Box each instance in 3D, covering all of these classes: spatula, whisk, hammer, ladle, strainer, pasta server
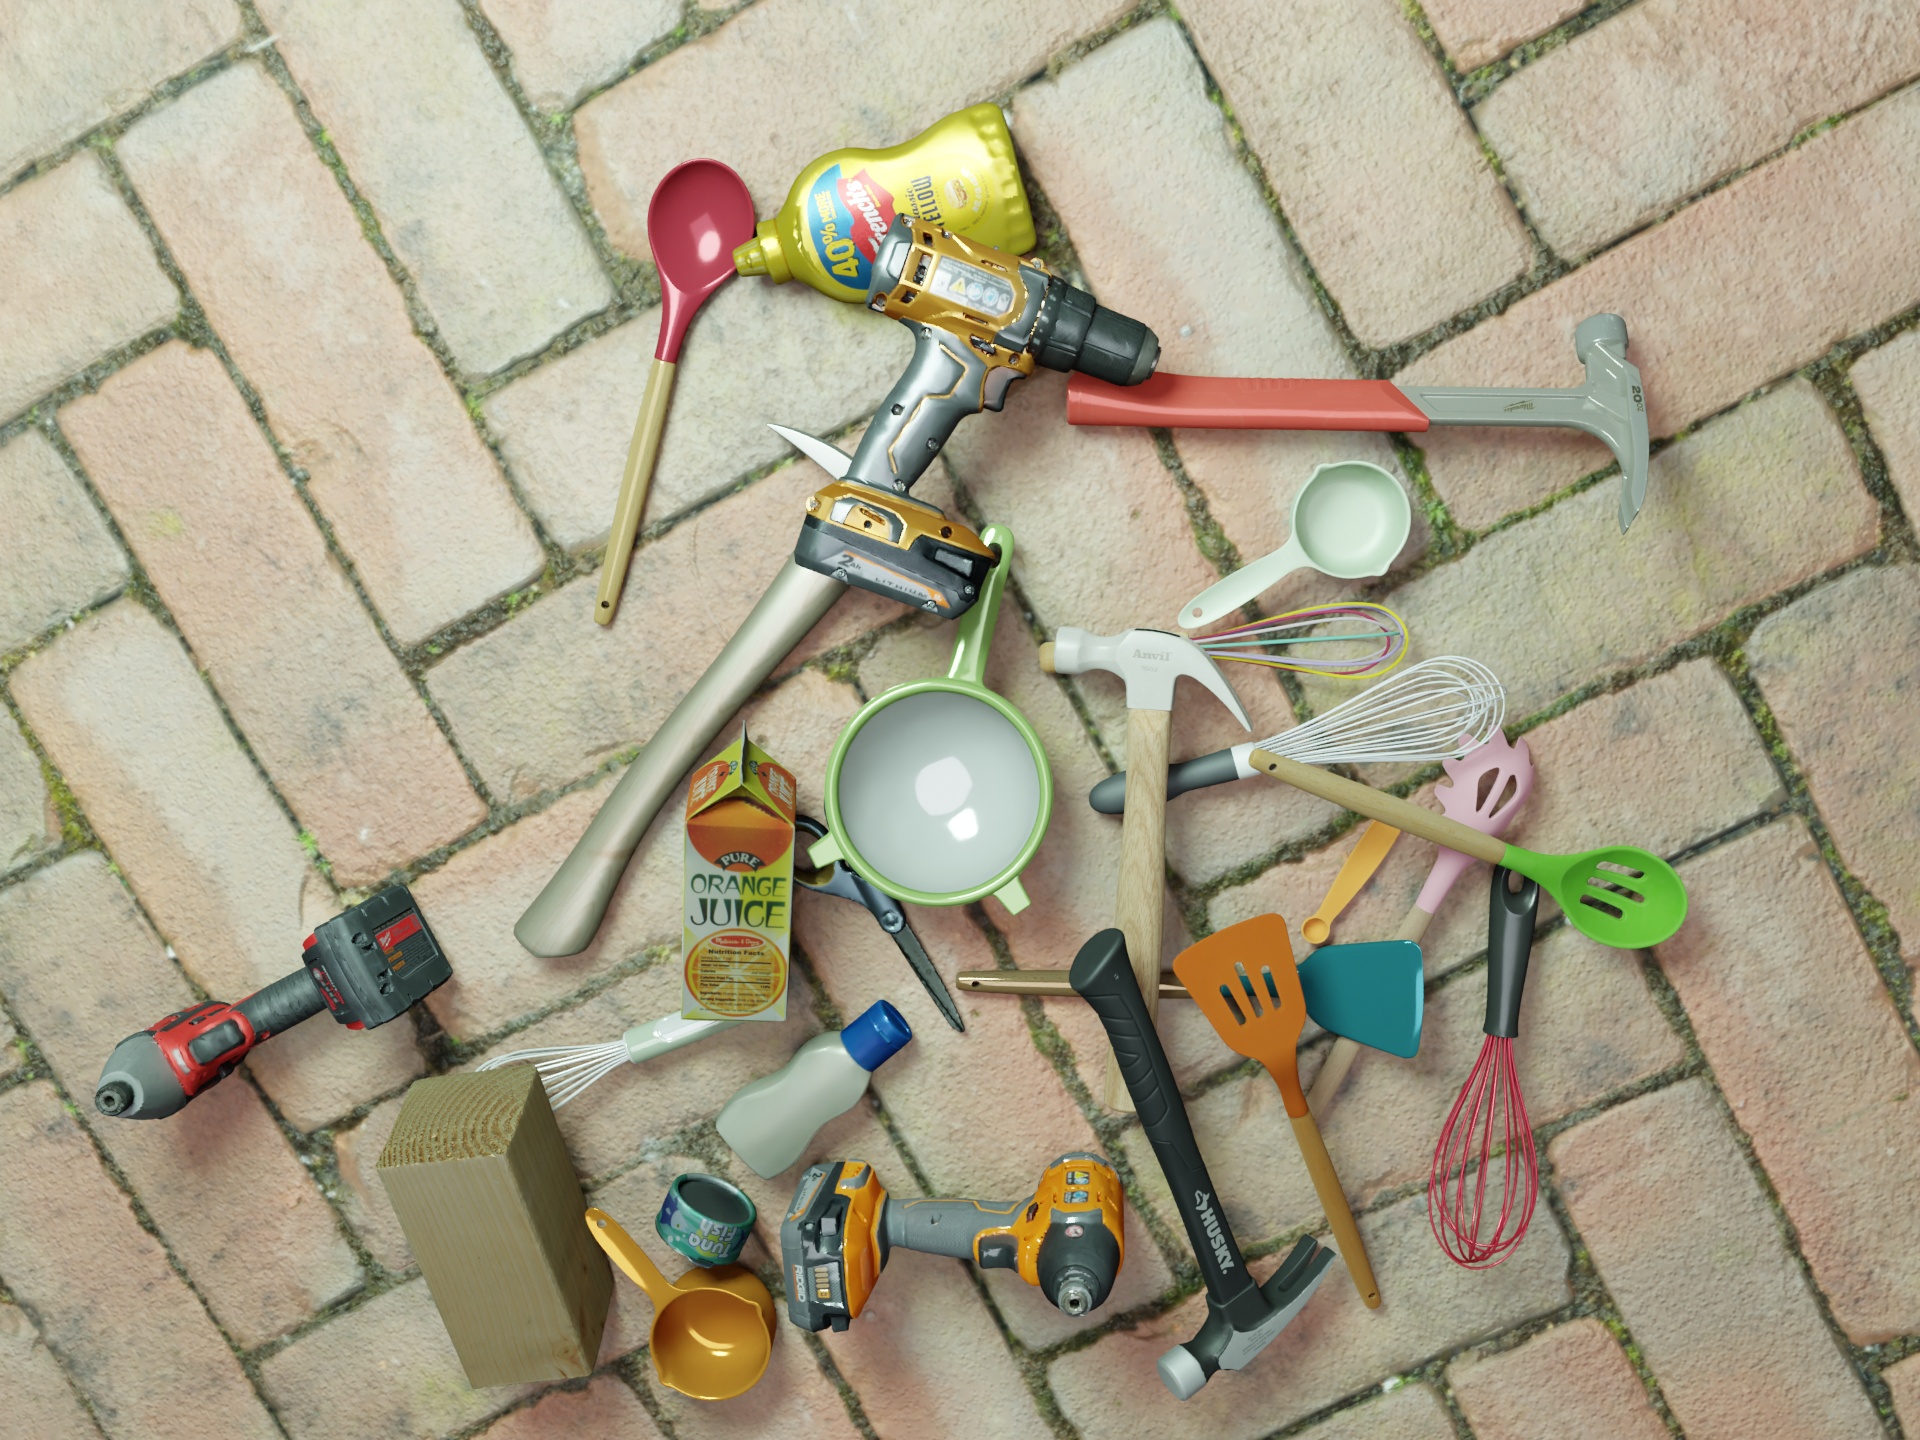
[{"bbox_3d":[0.236,0.281,1.092,0.081,0.041,0.322,-25,113,-2],"label":"spatula"},{"bbox_3d":[0.368,0.234,1.093,0.073,0.073,0.296,5,93,2],"label":"whisk"},{"bbox_3d":[0.224,0.019,1.068,0.284,0.070,0.070,-16,98,10],"label":"whisk"},{"bbox_3d":[0.150,0.286,1.065,0.146,0.035,0.334,-28,109,-20],"label":"hammer"},{"bbox_3d":[0.175,-0.047,1.063,0.245,0.051,0.047,-4,105,6],"label":"whisk"},{"bbox_3d":[-0.202,-0.214,1.063,0.069,0.031,0.315,15,102,-7],"label":"ladle"},{"bbox_3d":[0.154,0.185,1.100,0.317,0.044,0.082,0,99,4],"label":"spatula"},{"bbox_3d":[-0.002,-0.003,1.073,0.151,0.069,0.256,13,87,3],"label":"strainer"},{"bbox_3d":[0.306,0.151,1.098,0.060,0.040,0.316,24,103,-1],"label":"pasta server"},{"bbox_3d":[0.247,-0.193,1.015,0.359,0.036,0.149,2,66,7],"label":"hammer"},{"bbox_3d":[-0.241,0.234,1.127,0.246,0.059,0.058,-21,62,2],"label":"whisk"},{"bbox_3d":[-0.185,-0.007,1.090,0.146,0.038,0.410,38,99,-2],"label":"hammer"},{"bbox_3d":[0.124,0.104,1.062,0.130,0.031,0.331,4,101,13],"label":"hammer"}]

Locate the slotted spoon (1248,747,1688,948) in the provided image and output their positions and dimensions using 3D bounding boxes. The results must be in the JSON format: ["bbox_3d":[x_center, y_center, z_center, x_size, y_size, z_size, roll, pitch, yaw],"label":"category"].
[{"bbox_3d":[0.332,0.076,1.043,0.313,0.031,0.070,20,105,-9],"label":"slotted spoon"}]

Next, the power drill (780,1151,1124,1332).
[{"bbox_3d":[-0.002,0.356,1.075,0.226,0.164,0.084,-4,98,5],"label":"power drill"}]

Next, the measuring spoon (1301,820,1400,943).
[{"bbox_3d":[0.272,0.104,1.100,0.021,0.011,0.117,33,96,-2],"label":"measuring spoon"}]

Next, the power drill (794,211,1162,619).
[{"bbox_3d":[0.008,-0.179,0.992,0.185,0.084,0.226,19,96,-6],"label":"power drill"}]

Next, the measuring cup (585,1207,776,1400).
[{"bbox_3d":[-0.205,0.407,1.150,0.095,0.052,0.173,-41,93,8],"label":"measuring cup"}]

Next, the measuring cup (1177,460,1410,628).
[{"bbox_3d":[0.216,-0.109,1.054,0.167,0.038,0.083,-31,96,9],"label":"measuring cup"}]

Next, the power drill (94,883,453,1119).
[{"bbox_3d":[-0.474,0.201,1.085,0.219,0.143,0.078,-27,94,4],"label":"power drill"}]
